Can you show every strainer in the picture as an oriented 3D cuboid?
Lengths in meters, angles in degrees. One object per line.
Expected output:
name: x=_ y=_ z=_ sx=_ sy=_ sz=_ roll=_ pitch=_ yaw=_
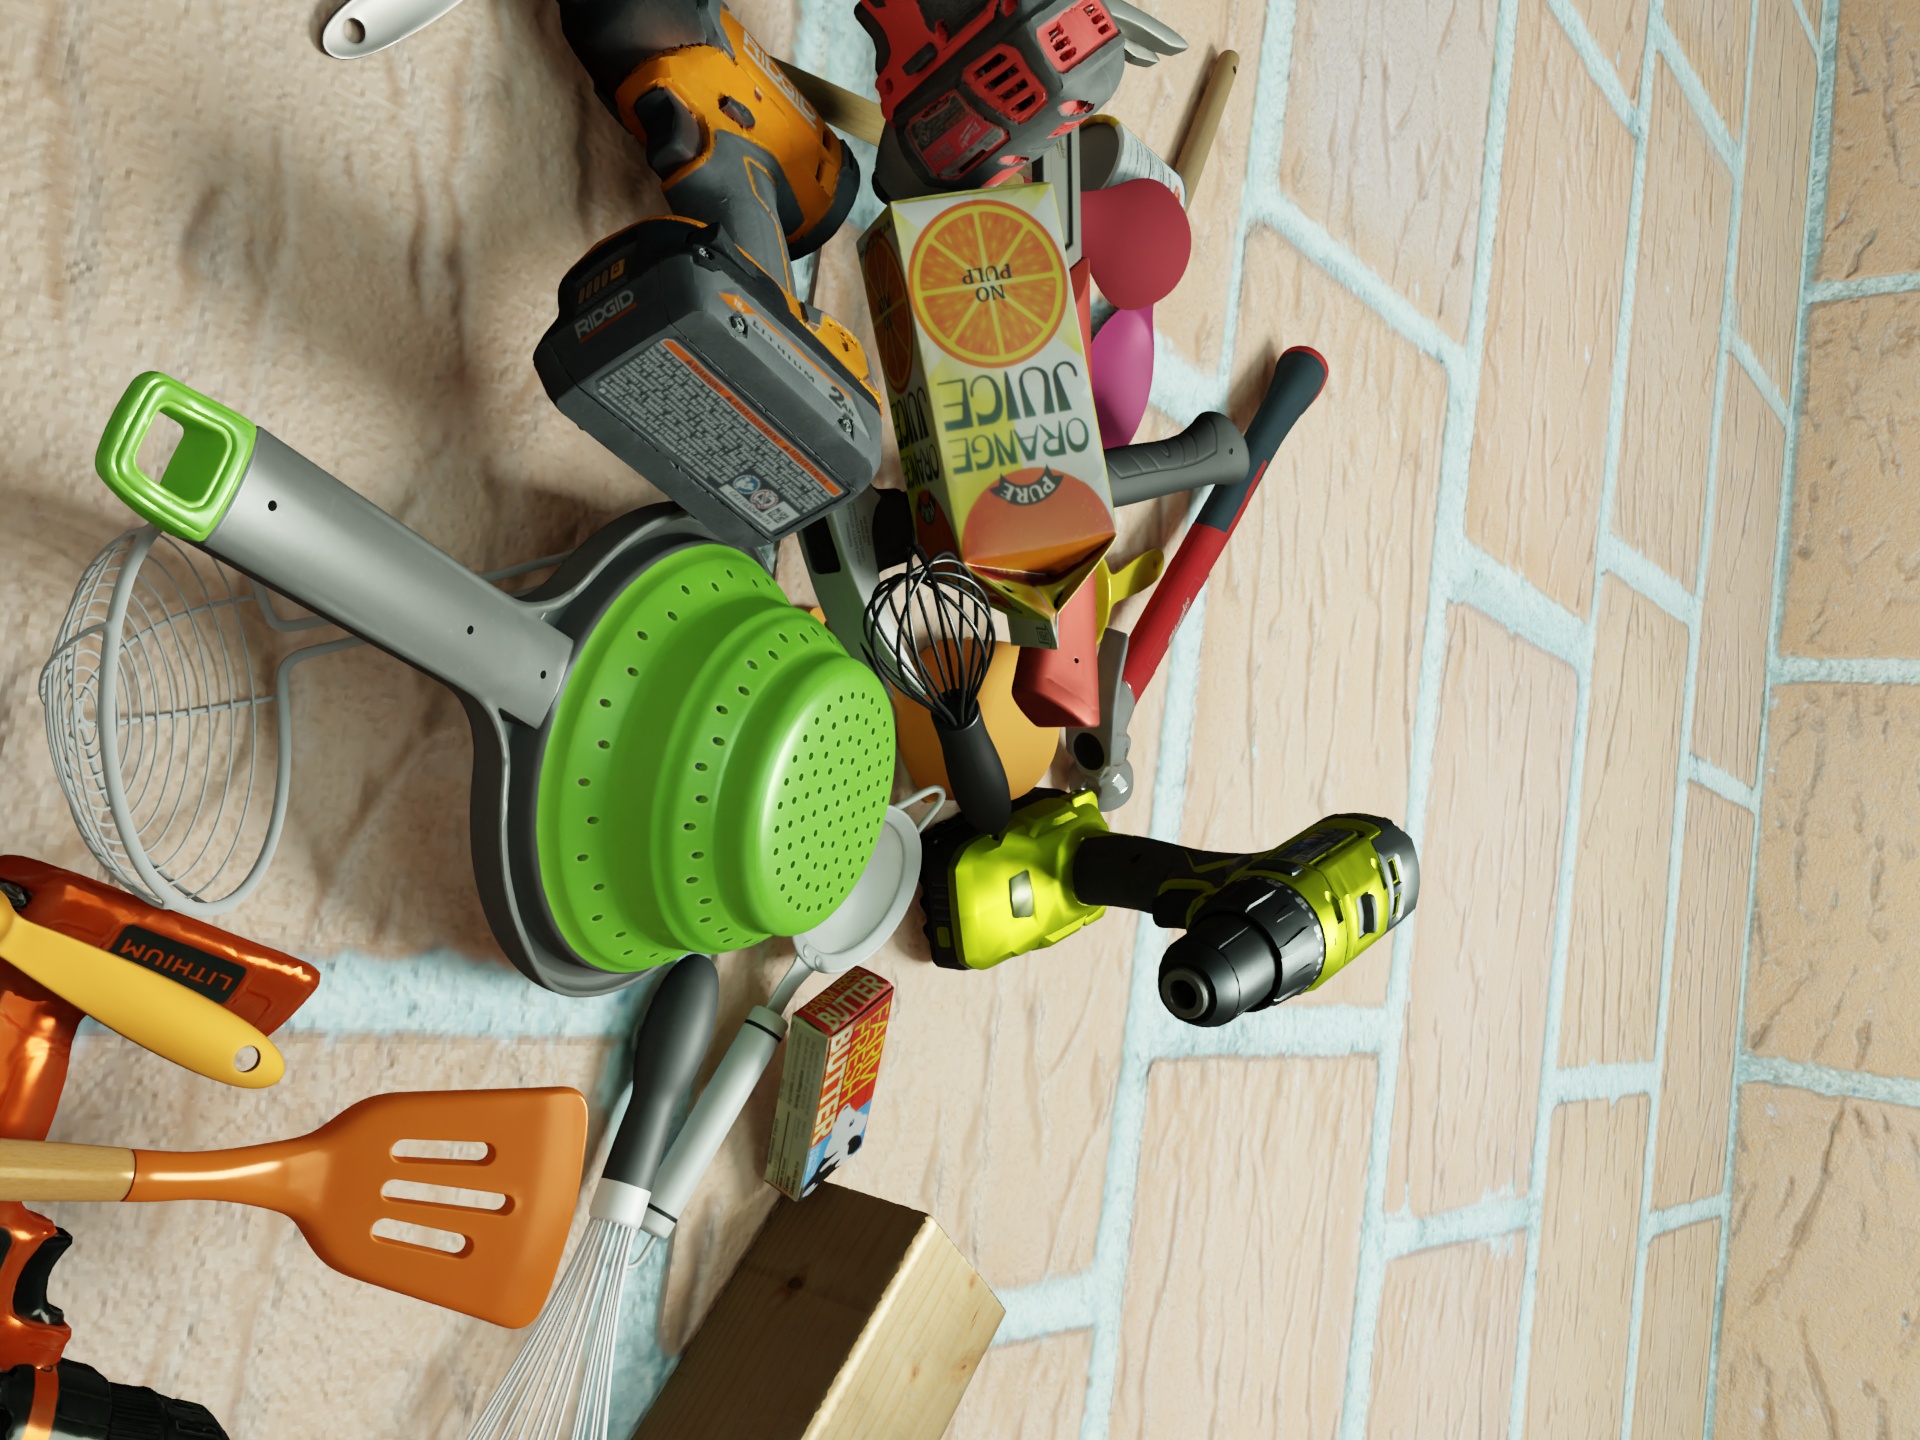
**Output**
strainer: x=-0.087 y=0.132 z=0.734 sx=0.258 sy=0.050 sz=0.086 roll=-60 pitch=143 yaw=-21

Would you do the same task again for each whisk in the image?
whisk: x=-0.152 y=0.231 z=0.653 sx=0.070 sy=0.070 sz=0.285 roll=40 pitch=56 yaw=-45
whisk: x=0.000 y=-0.002 z=0.715 sx=0.238 sy=0.055 sz=0.055 roll=72 pitch=37 yaw=-60

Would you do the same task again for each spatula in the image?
spatula: x=-0.253 y=0.126 z=0.440 sx=0.322 sy=0.041 sz=0.081 roll=20 pitch=80 yaw=-44

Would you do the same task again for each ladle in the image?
ladle: x=0.007 y=-0.273 z=0.787 sx=0.315 sy=0.031 sz=0.069 roll=11 pitch=102 yaw=-37

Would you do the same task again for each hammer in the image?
hammer: x=0.049 y=-0.113 z=0.823 sx=0.334 sy=0.035 sz=0.146 roll=-19 pitch=103 yaw=-45
hammer: x=0.055 y=-0.176 z=0.775 sx=0.149 sy=0.037 sz=0.359 roll=-1 pitch=90 yaw=-41
hammer: x=0.155 y=-0.127 z=0.989 sx=0.386 sy=0.038 sz=0.143 roll=-58 pitch=156 yaw=-35

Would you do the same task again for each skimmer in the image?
skimmer: x=-0.159 y=-0.042 z=0.592 sx=0.363 sy=0.090 sz=0.127 roll=-26 pitch=121 yaw=-48

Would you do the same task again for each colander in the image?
colander: x=-0.115 y=-0.004 z=0.556 sx=0.204 sy=0.094 sz=0.396 roll=-71 pitch=156 yaw=-12

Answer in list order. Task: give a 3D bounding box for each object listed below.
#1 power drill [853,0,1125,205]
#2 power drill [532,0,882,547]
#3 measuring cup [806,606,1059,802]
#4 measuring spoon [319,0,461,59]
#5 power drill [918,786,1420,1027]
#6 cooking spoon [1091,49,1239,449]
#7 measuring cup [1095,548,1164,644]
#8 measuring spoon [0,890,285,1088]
power drill: x=-0.040 y=-0.321 z=0.661 sx=0.219 sy=0.143 sz=0.078 roll=53 pitch=56 yaw=-14
power drill: x=-0.103 y=-0.196 z=0.611 sx=0.164 sy=0.084 sz=0.227 roll=38 pitch=35 yaw=-45
measuring cup: x=-0.009 y=-0.016 z=0.809 sx=0.173 sy=0.052 sz=0.095 roll=36 pitch=65 yaw=-48
measuring spoon: x=-0.195 y=-0.281 z=0.598 sx=0.124 sy=0.018 sz=0.034 roll=-49 pitch=135 yaw=-29
power drill: x=0.091 y=0.092 z=0.799 sx=0.190 sy=0.228 sz=0.080 roll=-20 pitch=108 yaw=-49
cooking spoon: x=0.124 y=-0.293 z=0.983 sx=0.068 sy=0.017 sz=0.319 roll=42 pitch=61 yaw=-45
measuring cup: x=0.085 y=-0.082 z=0.951 sx=0.156 sy=0.029 sz=0.062 roll=-30 pitch=121 yaw=-59
measuring spoon: x=-0.244 y=0.081 z=0.466 sx=0.116 sy=0.011 sz=0.021 roll=47 pitch=59 yaw=-41
